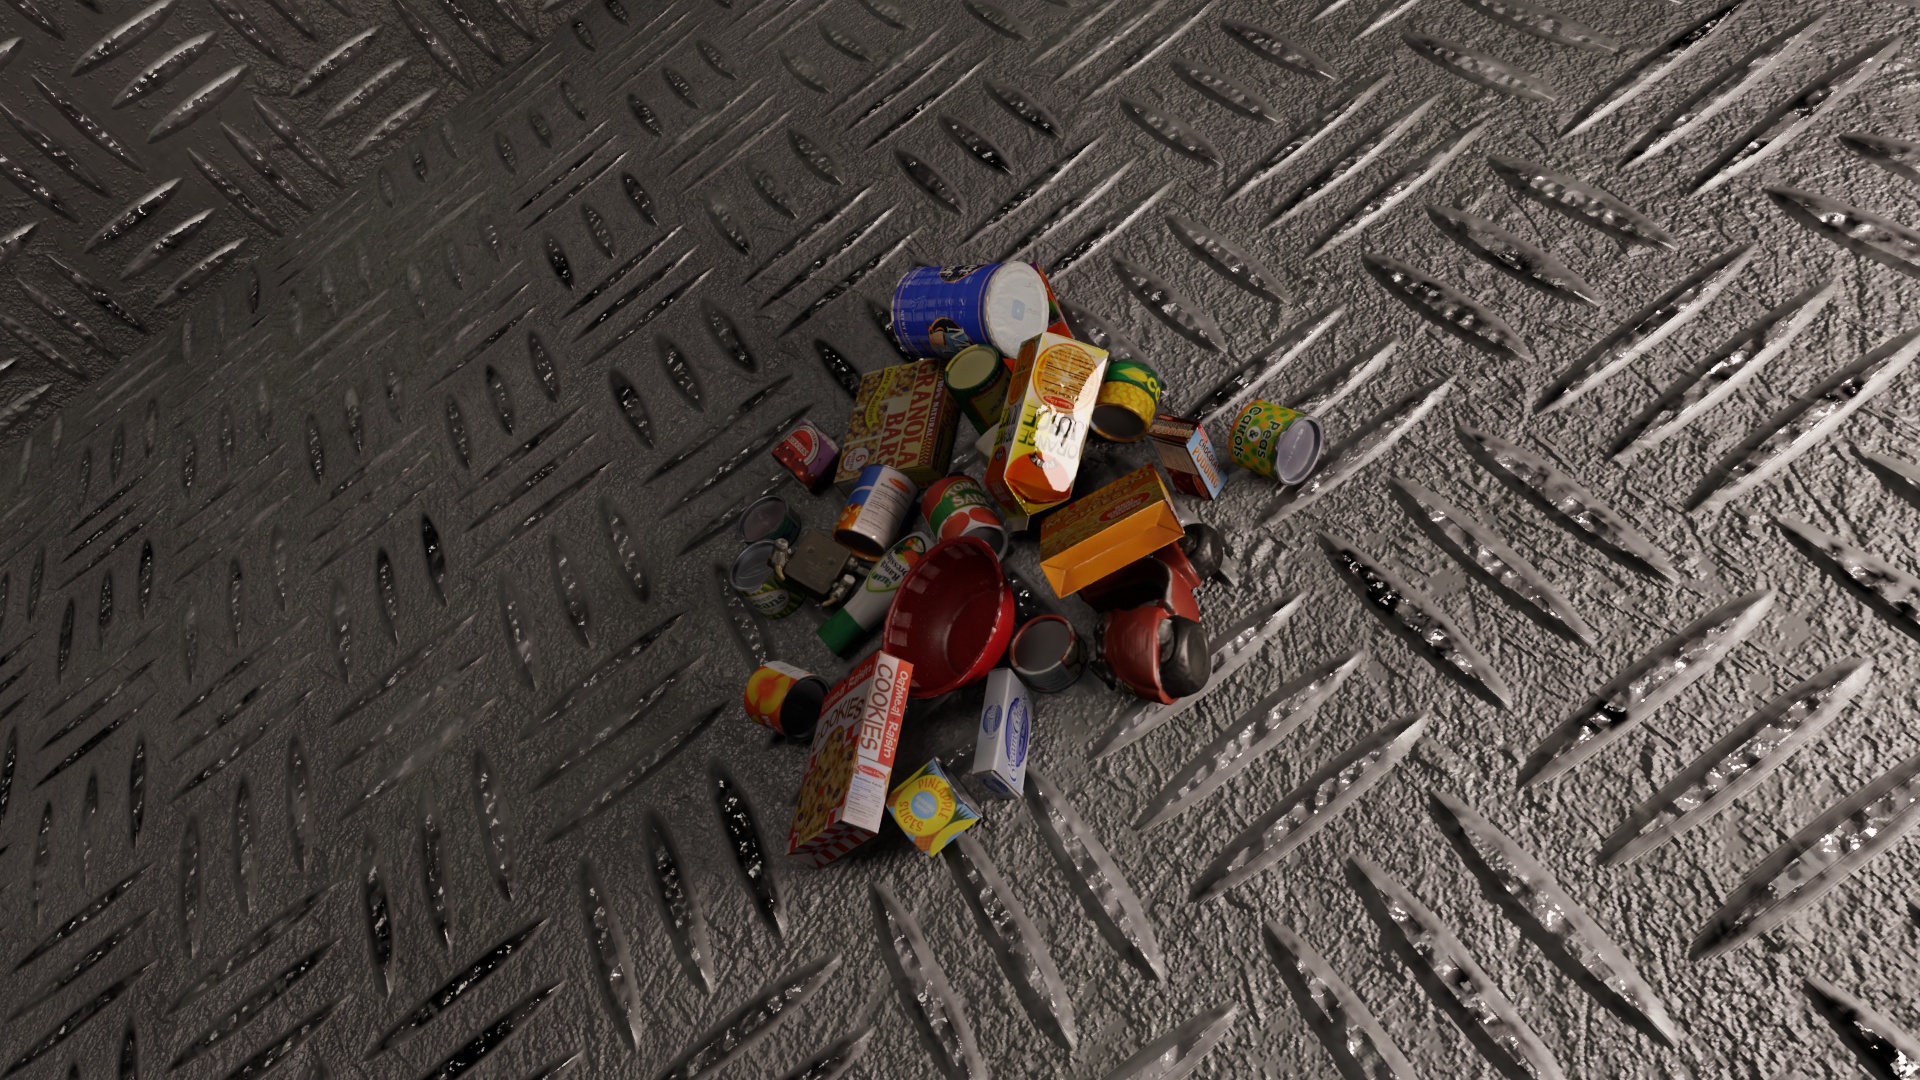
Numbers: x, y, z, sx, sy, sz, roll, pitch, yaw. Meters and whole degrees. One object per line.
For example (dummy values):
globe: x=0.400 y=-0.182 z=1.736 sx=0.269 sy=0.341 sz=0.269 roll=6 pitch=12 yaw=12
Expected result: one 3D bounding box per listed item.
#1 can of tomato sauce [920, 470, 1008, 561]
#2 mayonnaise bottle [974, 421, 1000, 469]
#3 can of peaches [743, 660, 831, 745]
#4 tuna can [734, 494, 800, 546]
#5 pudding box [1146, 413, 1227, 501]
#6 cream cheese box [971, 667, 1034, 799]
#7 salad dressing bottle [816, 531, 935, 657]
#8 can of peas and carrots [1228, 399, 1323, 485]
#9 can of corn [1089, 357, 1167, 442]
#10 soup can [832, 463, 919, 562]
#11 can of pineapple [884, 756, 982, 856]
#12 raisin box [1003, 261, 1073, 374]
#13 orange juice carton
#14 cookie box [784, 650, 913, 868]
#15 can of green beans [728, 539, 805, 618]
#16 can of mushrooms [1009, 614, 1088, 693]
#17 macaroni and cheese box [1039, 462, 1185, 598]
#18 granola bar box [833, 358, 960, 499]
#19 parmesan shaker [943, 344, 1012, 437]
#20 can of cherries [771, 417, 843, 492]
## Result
can of tomato sauce: x=0.005 y=-0.017 z=1.391 sx=0.071 sy=0.071 sz=0.083 roll=-33 pitch=44 yaw=5
mayonnaise bottle: x=0.084 y=-0.123 z=1.437 sx=0.148 sy=0.064 sz=0.041 roll=-43 pitch=46 yaw=-11
can of peaches: x=-0.170 y=0.158 z=1.359 sx=0.058 sy=0.071 sz=0.071 roll=16 pitch=64 yaw=41
tuna can: x=-0.217 y=-0.015 z=1.560 sx=0.071 sy=0.032 sz=0.071 roll=-18 pitch=46 yaw=20
pudding box: x=0.211 y=-0.077 z=1.297 sx=0.050 sy=0.083 sz=0.030 roll=18 pitch=63 yaw=42
cream cheese box: x=0.039 y=0.170 z=1.221 sx=0.024 sy=0.053 sz=0.104 roll=-12 pitch=49 yaw=28
salad dressing bottle: x=-0.080 y=0.056 z=1.402 sx=0.148 sy=0.044 sz=0.064 roll=-43 pitch=48 yaw=-5
can of peas and carrots: x=0.286 y=-0.090 z=1.268 sx=0.071 sy=0.070 sz=0.059 roll=-50 pitch=44 yaw=-12
can of corn: x=0.166 y=-0.139 z=1.393 sx=0.071 sy=0.071 sz=0.058 roll=0 pitch=55 yaw=33
soup can: x=-0.090 y=-0.028 z=1.466 sx=0.071 sy=0.071 sz=0.084 roll=4 pitch=58 yaw=36
can of pineapple: x=-0.024 y=0.230 z=1.199 sx=0.058 sy=0.070 sz=0.071 roll=-39 pitch=43 yaw=0
raisin box: x=0.070 y=-0.252 z=1.570 sx=0.086 sy=0.040 sz=0.124 roll=-28 pitch=43 yaw=12
orange juice carton: x=0.079 y=-0.101 z=1.368 sx=0.072 sy=0.073 sz=0.192 roll=176 pitch=110 yaw=-75
cookie box: x=-0.101 y=0.197 z=1.256 sx=0.122 sy=0.040 sz=0.168 roll=-42 pitch=30 yaw=49
can of green beans: x=-0.204 y=0.042 z=1.485 sx=0.071 sy=0.057 sz=0.071 roll=-18 pitch=46 yaw=20
can of mushrooms: x=0.080 y=0.101 z=1.268 sx=0.071 sy=0.033 sz=0.071 roll=-18 pitch=47 yaw=21
macaroni and cheese box: x=0.134 y=-0.012 z=1.263 sx=0.123 sy=0.040 sz=0.167 roll=-27 pitch=10 yaw=10
granola bar box: x=-0.065 y=-0.128 z=1.552 sx=0.124 sy=0.039 sz=0.166 roll=-9 pitch=50 yaw=27
parmesan shaker: x=0.031 y=-0.146 z=1.458 sx=0.071 sy=0.102 sz=0.072 roll=-18 pitch=47 yaw=20
can of cherries: x=-0.173 y=-0.098 z=1.574 sx=0.058 sy=0.071 sz=0.071 roll=-45 pitch=43 yaw=-7
